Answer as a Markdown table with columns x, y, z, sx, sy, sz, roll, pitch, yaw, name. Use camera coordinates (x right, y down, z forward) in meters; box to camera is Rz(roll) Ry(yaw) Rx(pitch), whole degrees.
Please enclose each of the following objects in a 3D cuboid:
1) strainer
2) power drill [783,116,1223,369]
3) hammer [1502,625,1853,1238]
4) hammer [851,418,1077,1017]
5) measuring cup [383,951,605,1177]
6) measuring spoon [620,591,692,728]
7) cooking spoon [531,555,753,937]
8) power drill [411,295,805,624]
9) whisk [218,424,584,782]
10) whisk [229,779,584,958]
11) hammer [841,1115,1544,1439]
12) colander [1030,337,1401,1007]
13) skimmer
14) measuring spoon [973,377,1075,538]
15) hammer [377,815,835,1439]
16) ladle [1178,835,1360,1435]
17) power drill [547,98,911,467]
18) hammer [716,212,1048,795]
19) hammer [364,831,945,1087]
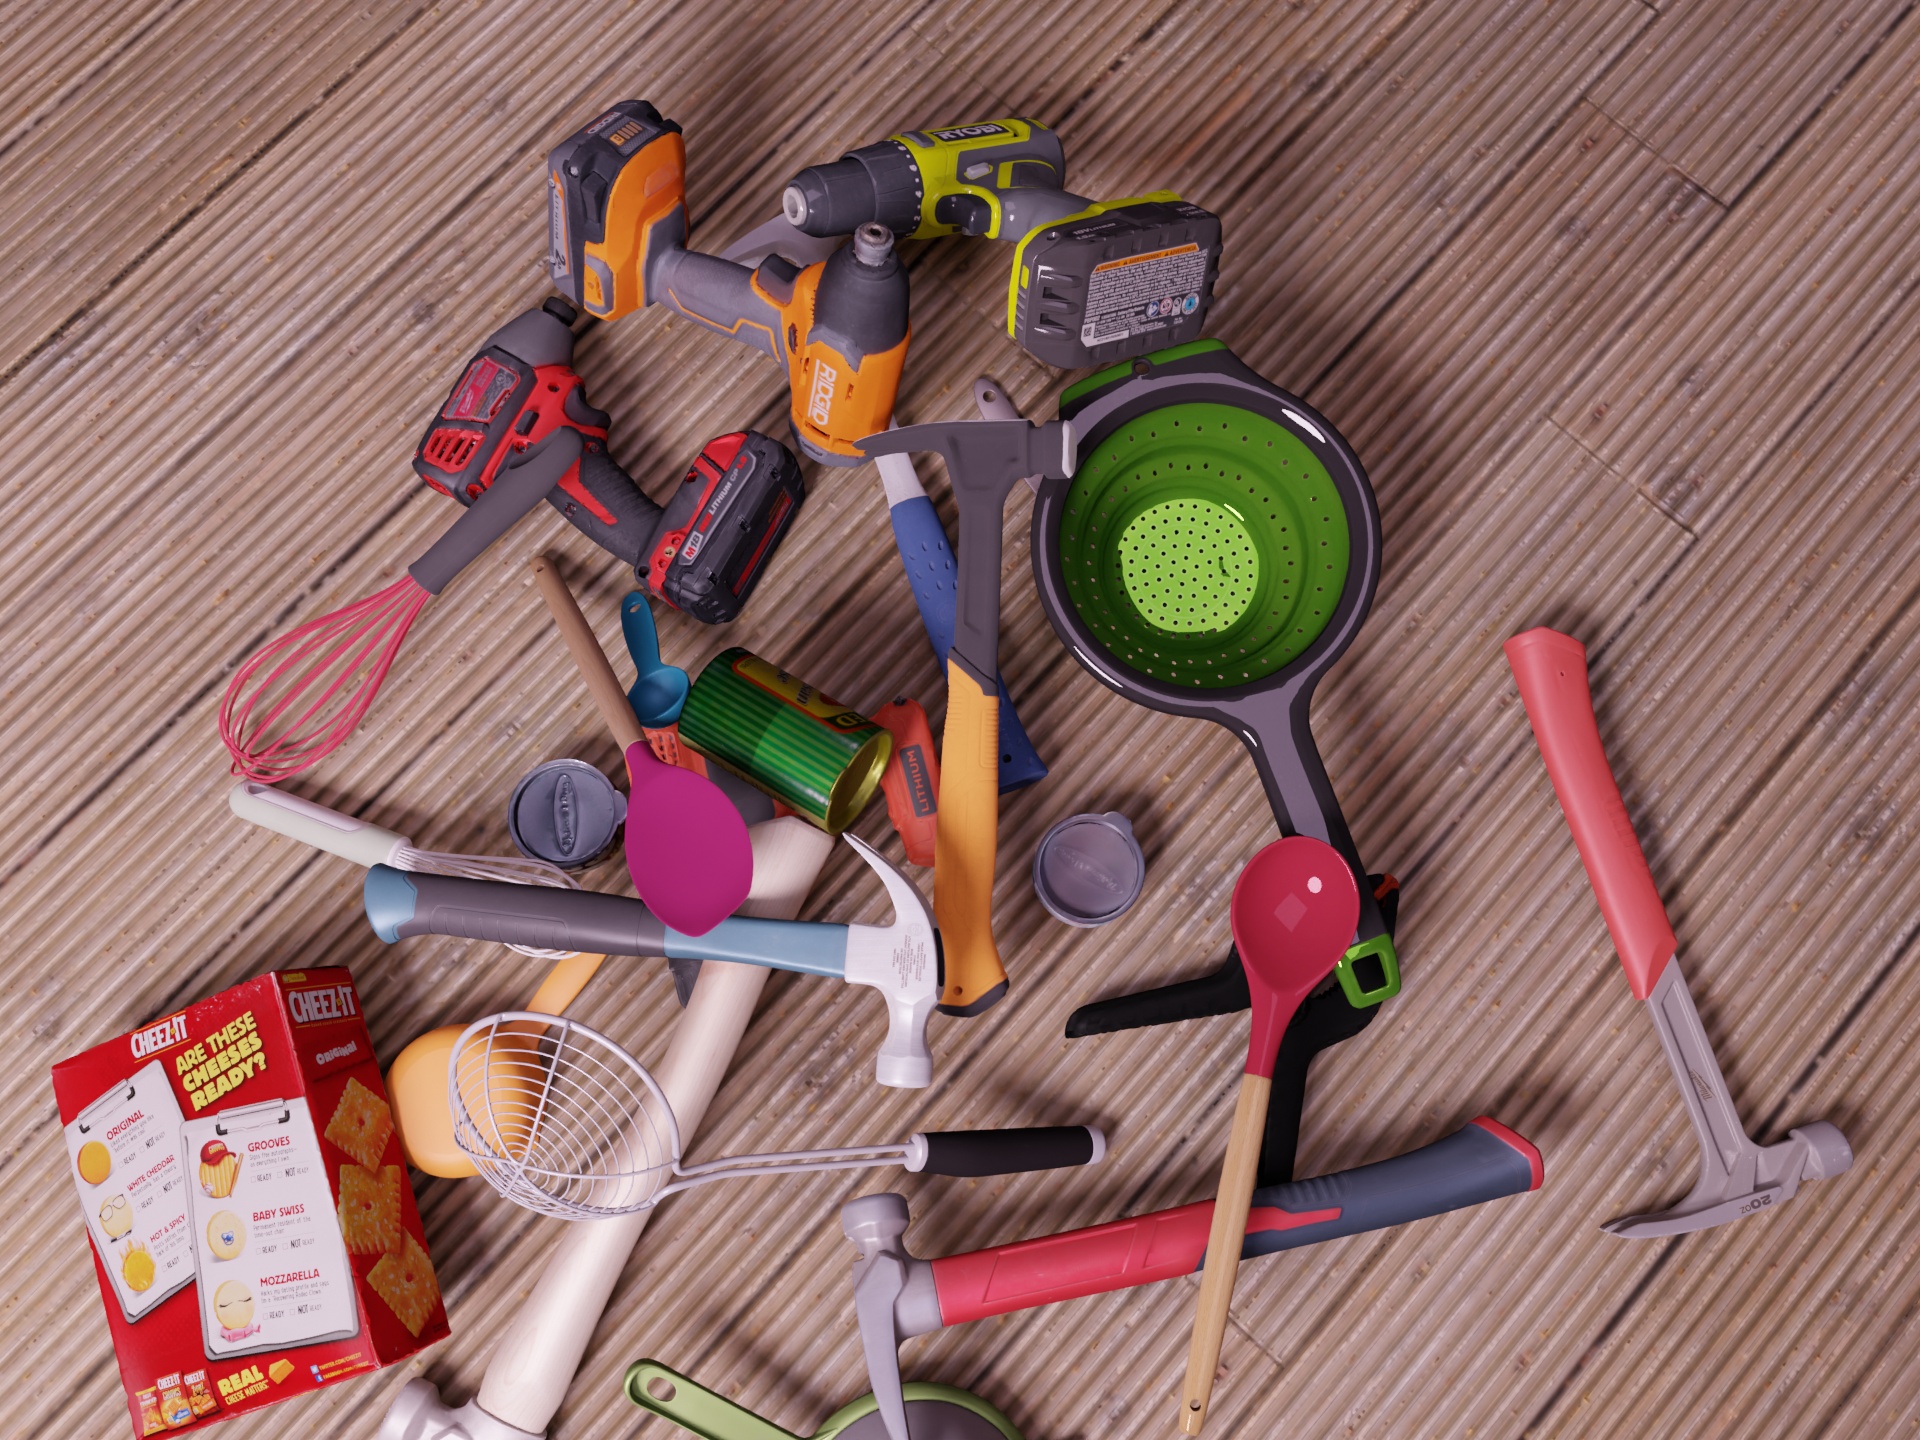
| x | y | z | sx | sy | sz | roll | pitch | yaw | name |
| --- | --- | --- | --- | --- | --- | --- | --- | --- | --- |
| -0.065 | 0.412 | 0.842 | 0.256 | 0.069 | 0.151 | 31 | 79 | -7 | strainer |
| 0.024 | -0.293 | 0.946 | 0.190 | 0.080 | 0.229 | -21 | 45 | -30 | power drill |
| 0.395 | 0.117 | 0.953 | 0.149 | 0.036 | 0.359 | -17 | 79 | -4 | hammer |
| -0.001 | -0.003 | 0.902 | 0.127 | 0.034 | 0.337 | 1 | 87 | 15 | hammer |
| -0.261 | 0.185 | 0.919 | 0.095 | 0.052 | 0.173 | 37 | 82 | 7 | measuring cup |
| -0.186 | -0.036 | 0.960 | 0.042 | 0.021 | 0.129 | -28 | 42 | 2 | measuring spoon |
| -0.191 | 0.000 | 0.902 | 0.069 | 0.017 | 0.319 | -40 | 51 | 5 | cooking spoon |
| -0.214 | -0.164 | 0.983 | 0.220 | 0.078 | 0.143 | 28 | 83 | 8 | power drill |
| -0.331 | -0.070 | 0.938 | 0.296 | 0.073 | 0.073 | -42 | 81 | 7 | whisk |
| -0.325 | 0.082 | 0.939 | 0.246 | 0.058 | 0.059 | 19 | 112 | 10 | whisk |
| 0.136 | 0.296 | 0.866 | 0.386 | 0.038 | 0.143 | -10 | 62 | -6 | hammer |
| 0.169 | -0.023 | 0.953 | 0.204 | 0.094 | 0.397 | -19 | 84 | -3 | colander |
| -0.086 | 0.211 | 0.858 | 0.363 | 0.127 | 0.090 | 6 | 38 | -30 | skimmer |
| 0.042 | -0.170 | 1.018 | 0.034 | 0.018 | 0.124 | -29 | 79 | -7 | measuring spoon |
| -0.166 | 0.246 | 0.885 | 0.146 | 0.038 | 0.410 | 26 | 88 | 3 | hammer |
| 0.155 | 0.216 | 0.849 | 0.069 | 0.031 | 0.315 | 12 | 76 | 11 | ladle |
| -0.128 | -0.263 | 0.924 | 0.226 | 0.164 | 0.084 | 33 | 57 | 8 | power drill |
| -0.042 | -0.144 | 1.003 | 0.144 | 0.035 | 0.406 | -19 | 79 | -5 | hammer |
| -0.170 | 0.115 | 0.864 | 0.331 | 0.033 | 0.128 | 5 | 82 | 11 | hammer |
